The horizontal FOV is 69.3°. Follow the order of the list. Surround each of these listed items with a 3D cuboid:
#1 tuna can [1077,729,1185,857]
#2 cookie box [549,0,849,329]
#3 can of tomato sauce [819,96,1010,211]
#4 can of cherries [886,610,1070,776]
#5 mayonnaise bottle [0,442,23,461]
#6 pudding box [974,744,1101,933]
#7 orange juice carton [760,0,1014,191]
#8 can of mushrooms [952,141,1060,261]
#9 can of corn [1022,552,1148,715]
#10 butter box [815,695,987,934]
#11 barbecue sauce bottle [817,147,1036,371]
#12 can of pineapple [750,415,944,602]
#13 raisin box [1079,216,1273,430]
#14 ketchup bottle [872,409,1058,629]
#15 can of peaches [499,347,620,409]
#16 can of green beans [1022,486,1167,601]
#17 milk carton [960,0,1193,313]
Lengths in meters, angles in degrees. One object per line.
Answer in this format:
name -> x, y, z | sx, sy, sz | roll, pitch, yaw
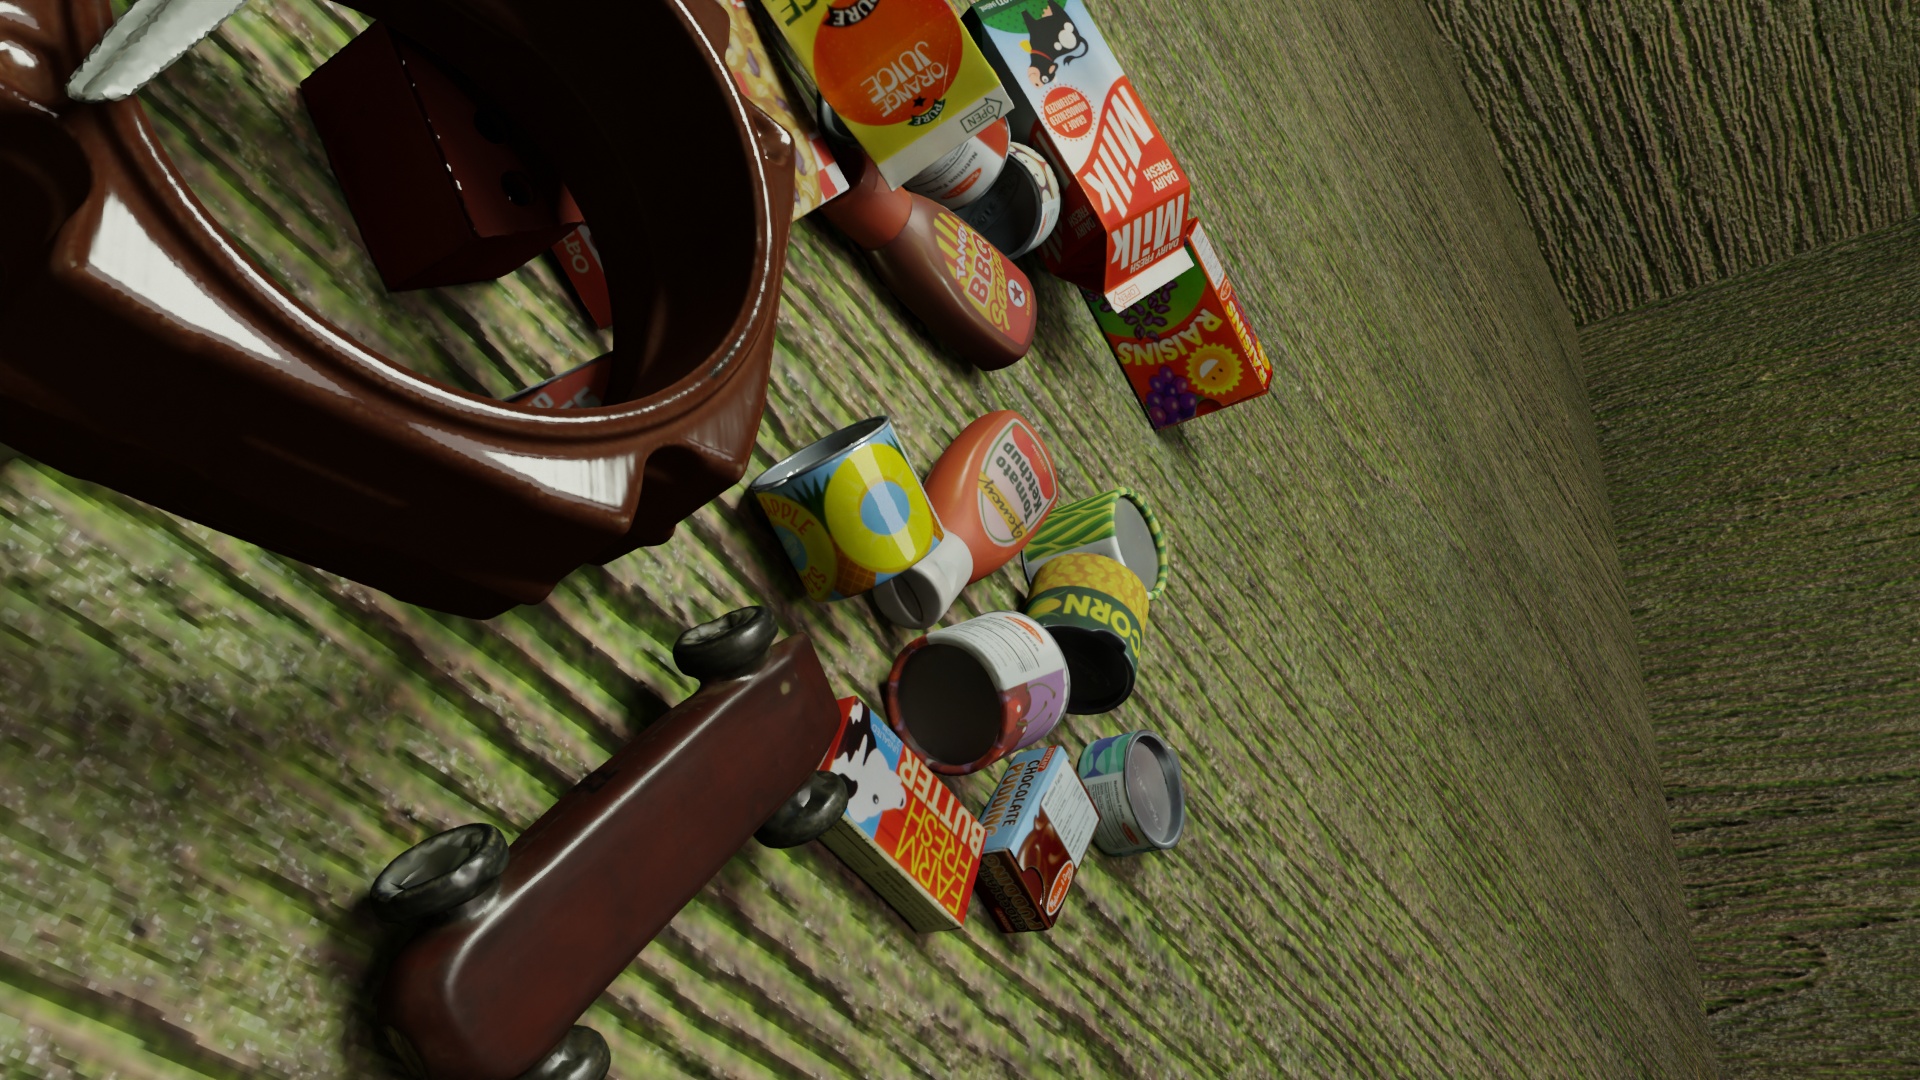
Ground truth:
tuna can -> 0.095, 0.139, 0.768 | 0.071, 0.032, 0.071 | 32, 49, -46
cookie box -> -0.125, -0.174, 0.584 | 0.122, 0.040, 0.168 | 61, 32, -16
can of tomato sauce -> -0.025, -0.224, 0.740 | 0.083, 0.071, 0.071 | 22, 57, -51
can of cherries -> 0.007, 0.072, 0.638 | 0.058, 0.071, 0.071 | -14, 86, -58
mayonnaise bottle -> -0.244, -0.042, 0.332 | 0.064, 0.041, 0.149 | 55, 34, -18
pudding box -> 0.035, 0.144, 0.675 | 0.049, 0.030, 0.084 | 62, 33, -17
orange juice carton -> -0.055, -0.262, 0.651 | 0.192, 0.072, 0.073 | 57, 10, 1
can of mushrooms -> 0.020, -0.195, 0.795 | 0.033, 0.071, 0.071 | -39, 108, -57
can of corn -> 0.065, 0.047, 0.732 | 0.071, 0.071, 0.058 | 53, 35, -28
butter box -> -0.030, 0.119, 0.593 | 0.103, 0.024, 0.053 | 50, 38, -30
barbecue sauce bottle -> -0.017, -0.150, 0.734 | 0.148, 0.043, 0.065 | 33, 50, -45
can of pineapple -> -0.049, -0.013, 0.594 | 0.057, 0.071, 0.071 | 64, 32, -13
raisin box -> 0.148, -0.145, 0.946 | 0.123, 0.086, 0.040 | 59, 32, -20
ketchup bottle -> 0.002, -0.009, 0.691 | 0.064, 0.043, 0.149 | 61, 34, -17
can of peaches -> -0.129, -0.027, 0.474 | 0.071, 0.071, 0.058 | -41, 110, -56
can of green beans -> 0.076, 0.008, 0.782 | 0.071, 0.057, 0.071 | 33, 48, -46
milk carton -> 0.067, -0.231, 0.827 | 0.072, 0.073, 0.190 | -34, 94, -26
